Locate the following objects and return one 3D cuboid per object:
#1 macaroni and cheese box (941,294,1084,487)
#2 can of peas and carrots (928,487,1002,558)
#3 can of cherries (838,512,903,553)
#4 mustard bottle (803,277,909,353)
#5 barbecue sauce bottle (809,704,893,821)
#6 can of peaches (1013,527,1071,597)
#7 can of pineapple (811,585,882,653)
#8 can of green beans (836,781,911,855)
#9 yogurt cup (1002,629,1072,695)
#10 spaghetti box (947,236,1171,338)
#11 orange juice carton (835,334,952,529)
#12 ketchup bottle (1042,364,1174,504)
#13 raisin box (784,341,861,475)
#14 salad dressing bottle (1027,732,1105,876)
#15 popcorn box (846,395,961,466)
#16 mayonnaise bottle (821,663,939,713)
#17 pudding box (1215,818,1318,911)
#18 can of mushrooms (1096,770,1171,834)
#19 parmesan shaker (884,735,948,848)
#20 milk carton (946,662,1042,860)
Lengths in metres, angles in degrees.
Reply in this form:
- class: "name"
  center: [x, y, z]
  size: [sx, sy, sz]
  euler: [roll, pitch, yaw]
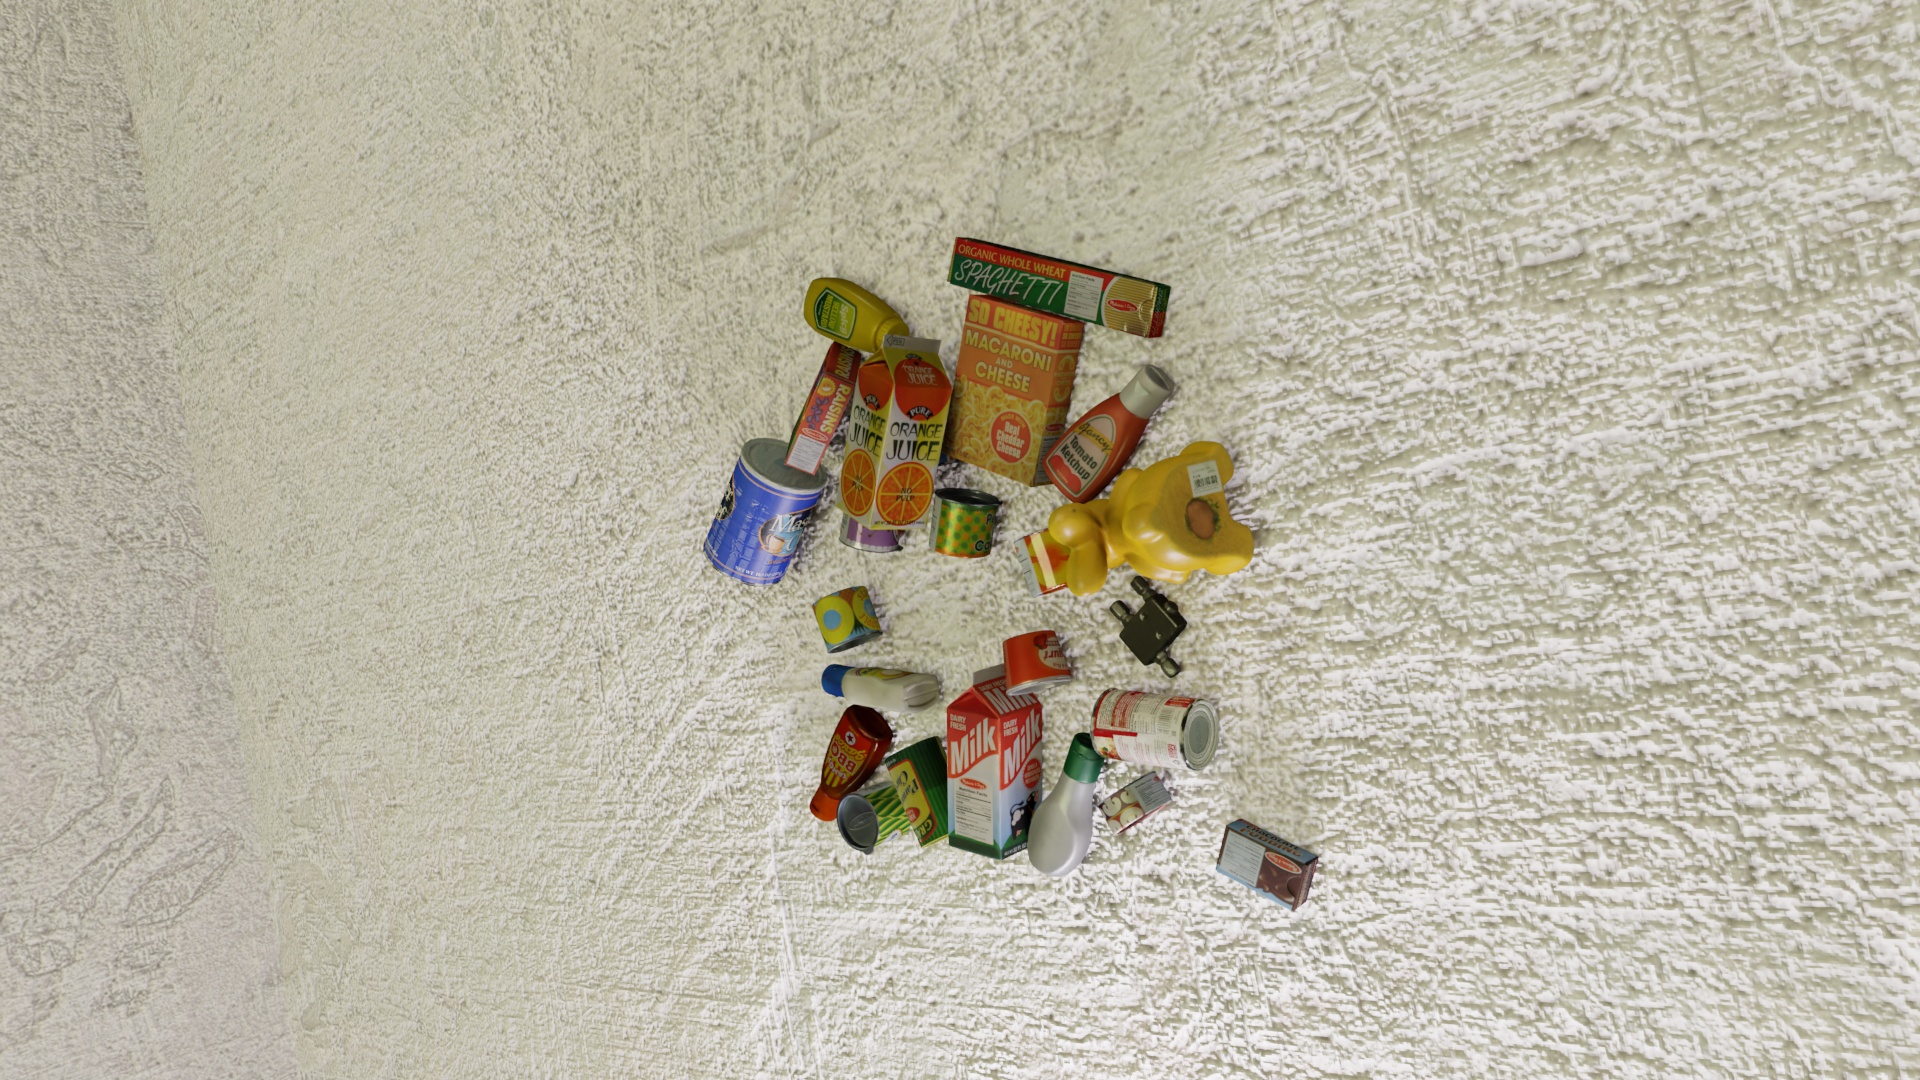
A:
- class: "macaroni and cheese box"
  center: [0.051, -0.151, 1.385]
  size: [0.124, 0.040, 0.165]
  euler: [23, 111, 36]
- class: "can of peas and carrots"
  center: [0.005, -0.018, 1.427]
  size: [0.071, 0.071, 0.058]
  euler: [20, 109, 37]
- class: "can of cherries"
  center: [-0.093, -0.024, 1.512]
  size: [0.071, 0.072, 0.058]
  euler: [22, 109, 37]
- class: "mustard bottle"
  center: [-0.102, -0.235, 1.498]
  size: [0.160, 0.049, 0.065]
  euler: [30, 116, 34]
- class: "barbecue sauce bottle"
  center: [-0.131, 0.260, 1.595]
  size: [0.065, 0.044, 0.147]
  euler: [44, 122, 27]
- class: "can of peaches"
  center: [0.094, 0.018, 1.355]
  size: [0.071, 0.071, 0.058]
  euler: [-24, 80, 40]
- class: "can of pineapple"
  center: [-0.125, 0.088, 1.553]
  size: [0.070, 0.071, 0.058]
  euler: [-29, 77, 39]
- class: "can of green beans"
  center: [-0.096, 0.310, 1.563]
  size: [0.071, 0.058, 0.071]
  euler: [7, 100, 40]
- class: "yogurt cup"
  center: [0.074, 0.122, 1.389]
  size: [0.072, 0.072, 0.054]
  euler: [-24, 73, 40]
- class: "spaghetti box"
  center: [0.090, -0.248, 1.345]
  size: [0.250, 0.029, 0.050]
  euler: [23, 111, 36]
- class: "orange juice carton"
  center: [-0.065, -0.112, 1.406]
  size: [0.073, 0.072, 0.192]
  euler: [31, 115, 50]
- class: "ketchup bottle"
  center: [0.142, -0.103, 1.311]
  size: [0.065, 0.044, 0.148]
  euler: [53, 125, 17]
- class: "raisin box"
  center: [-0.152, -0.146, 1.530]
  size: [0.040, 0.086, 0.122]
  euler: [23, 119, -11]
- class: "salad dressing bottle"
  center: [0.110, 0.264, 1.390]
  size: [0.064, 0.044, 0.147]
  euler: [31, 114, 36]
- class: "popcorn box"
  center: [-0.061, -0.116, 1.487]
  size: [0.126, 0.038, 0.085]
  euler: [-8, 91, 41]
- class: "mayonnaise bottle"
  center: [-0.094, 0.162, 1.540]
  size: [0.148, 0.065, 0.041]
  euler: [4, 101, 44]
- class: "pudding box"
  center: [0.277, 0.294, 1.259]
  size: [0.084, 0.030, 0.049]
  euler: [22, 109, 36]
- class: "can of mushrooms"
  center: [0.165, 0.252, 1.326]
  size: [0.070, 0.071, 0.033]
  euler: [-44, 70, 36]
- class: "parmesan shaker"
  center: [-0.034, 0.272, 1.500]
  size: [0.071, 0.071, 0.103]
  euler: [-36, 72, 38]
- class: "milk carton"
  center: [0.035, 0.222, 1.429]
  size: [0.073, 0.072, 0.190]
  euler: [6, 101, 40]
